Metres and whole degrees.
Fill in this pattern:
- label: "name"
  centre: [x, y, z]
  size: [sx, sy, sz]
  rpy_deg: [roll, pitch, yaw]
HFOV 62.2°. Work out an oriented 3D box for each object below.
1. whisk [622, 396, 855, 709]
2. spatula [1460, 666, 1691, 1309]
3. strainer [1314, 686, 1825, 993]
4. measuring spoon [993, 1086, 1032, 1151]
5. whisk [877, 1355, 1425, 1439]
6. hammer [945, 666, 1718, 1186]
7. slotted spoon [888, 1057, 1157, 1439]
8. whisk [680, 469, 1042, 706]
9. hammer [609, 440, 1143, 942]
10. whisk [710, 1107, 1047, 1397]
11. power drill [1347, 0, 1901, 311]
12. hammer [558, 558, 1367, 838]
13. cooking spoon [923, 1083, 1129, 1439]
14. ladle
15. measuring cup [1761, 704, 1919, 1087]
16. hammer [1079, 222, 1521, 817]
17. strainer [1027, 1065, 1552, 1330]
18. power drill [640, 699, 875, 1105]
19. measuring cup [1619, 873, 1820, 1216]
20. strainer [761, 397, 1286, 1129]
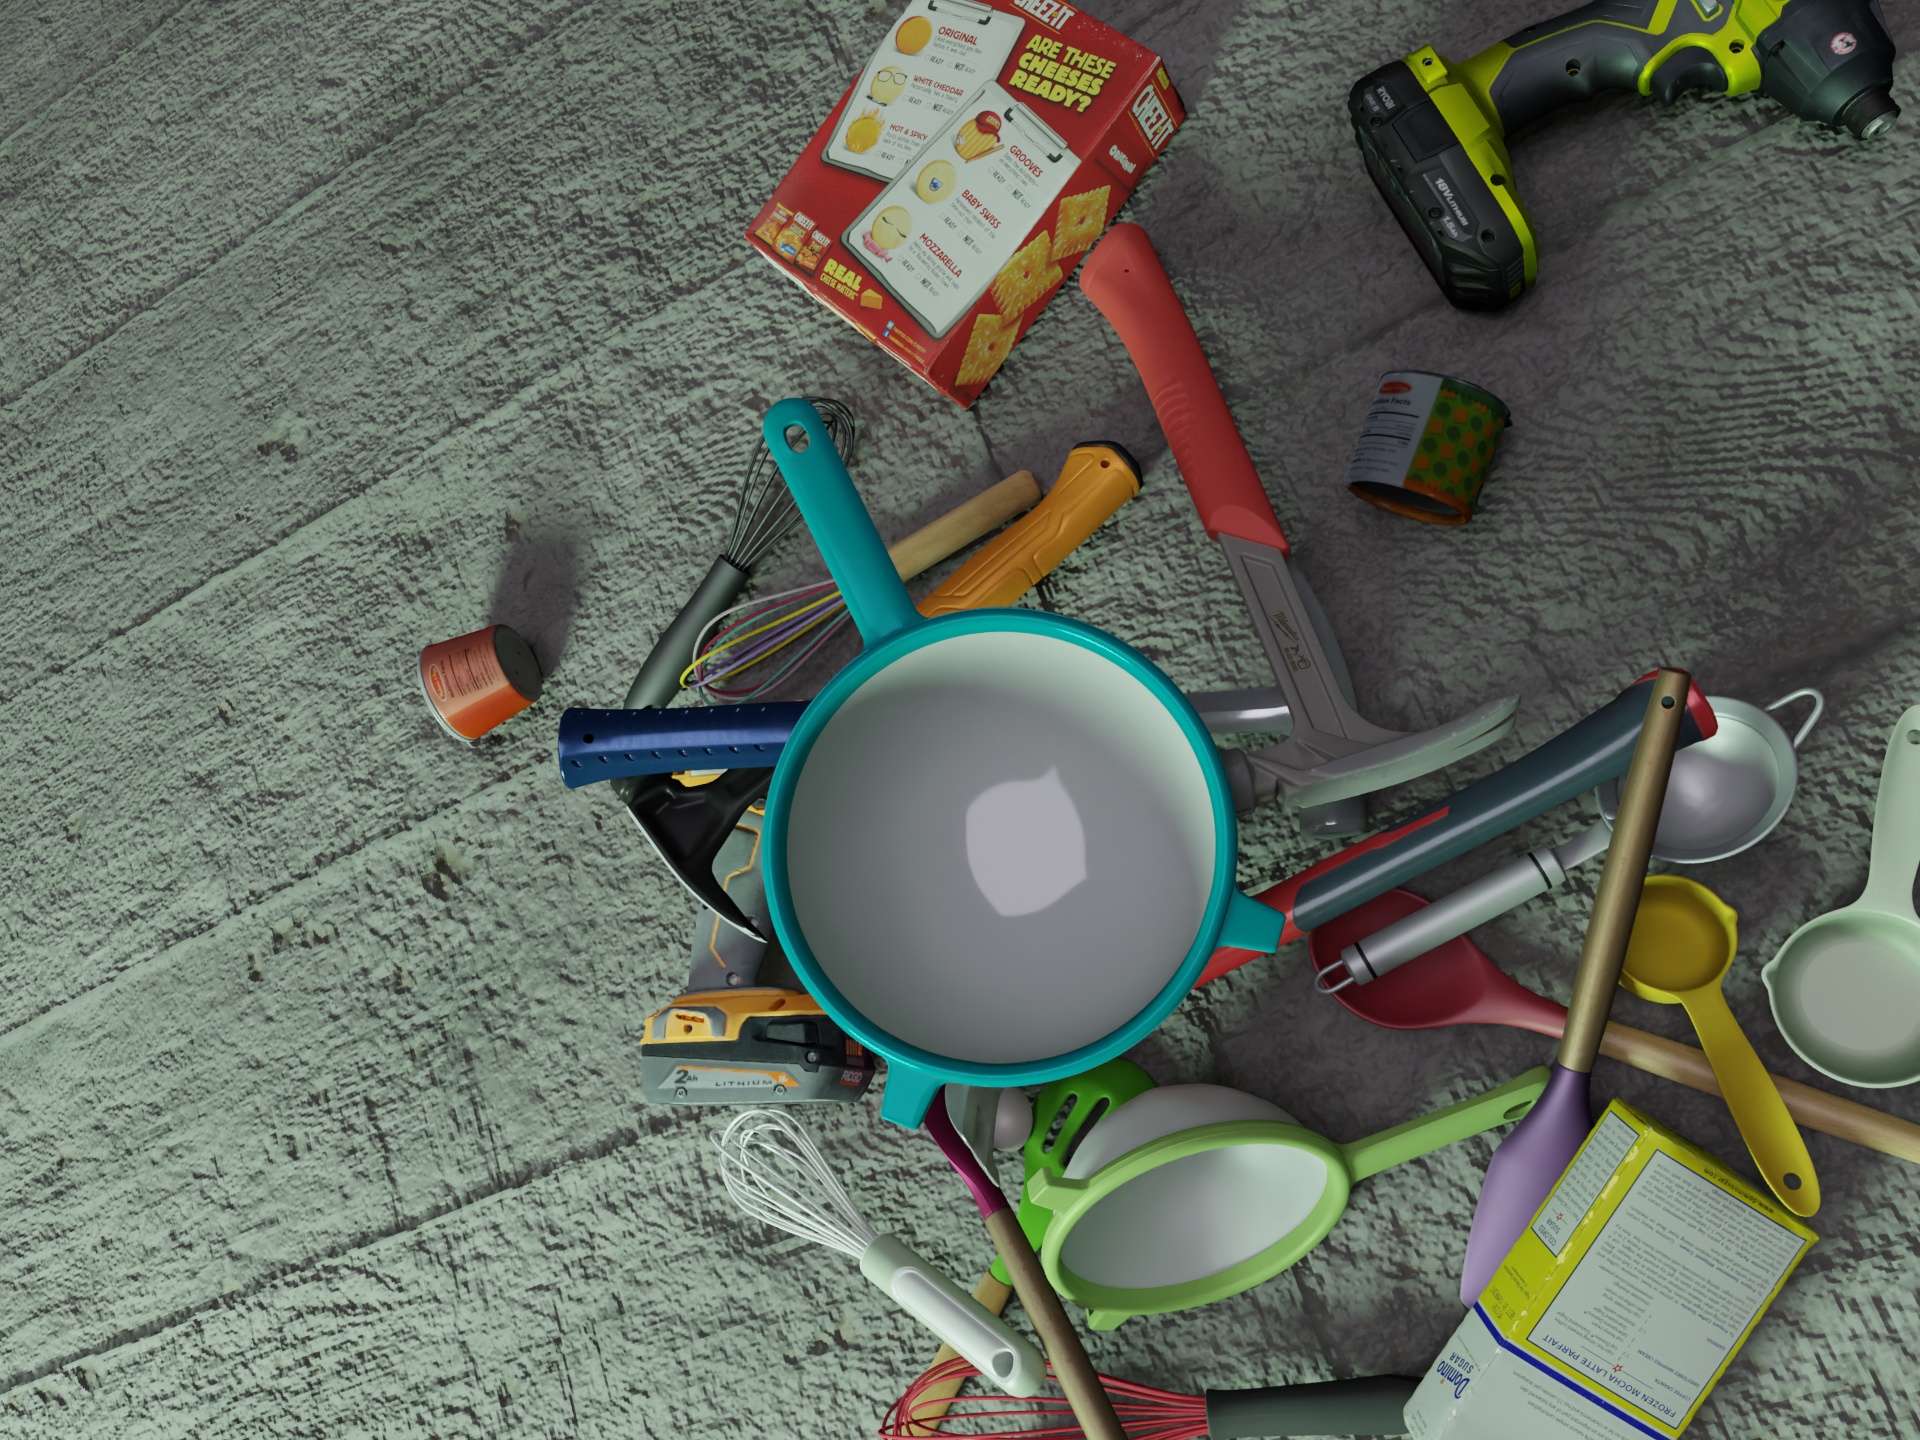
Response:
- label: "whisk"
  centre: [-0.140, -0.094, 0.968]
  size: [0.055, 0.055, 0.239]
  rpy_deg: [39, 101, 25]
- label: "spatula"
  centre: [0.282, 0.131, 0.709]
  size: [0.060, 0.018, 0.316]
  rpy_deg: [13, 103, 20]
- label: "strainer"
  centre: [0.280, 0.064, 0.739]
  size: [0.258, 0.050, 0.087]
  rpy_deg: [-30, 44, 10]
- label: "measuring spoon"
  centre: [0.010, 0.171, 0.856]
  size: [0.034, 0.018, 0.124]
  rpy_deg: [-38, 56, 38]
- label: "whisk"
  centre: [0.101, 0.337, 0.767]
  size: [0.296, 0.073, 0.073]
  rpy_deg: [-9, 77, 13]
- label: "hammer"
  centre: [0.164, 0.088, 0.734]
  size: [0.386, 0.143, 0.038]
  rpy_deg: [-30, 104, 13]
- label: "slotted spoon"
  centre: [0.011, 0.316, 0.836]
  size: [0.070, 0.031, 0.314]
  rpy_deg: [32, 96, 26]
- label: "whisk"
  centre: [-0.061, -0.077, 0.928]
  size: [0.245, 0.047, 0.051]
  rpy_deg: [-29, 48, 13]
- label: "hammer"
  centre: [-0.029, -0.030, 0.867]
  size: [0.337, 0.034, 0.127]
  rpy_deg: [-41, 66, -4]
- label: "whisk"
  centre: [-0.049, 0.273, 0.826]
  size: [0.246, 0.059, 0.058]
  rpy_deg: [24, 87, 40]
- label: "power drill"
  centre: [0.323, -0.309, 0.783]
  size: [0.223, 0.080, 0.171]
  rpy_deg: [-29, 70, 14]
- label: "hammer"
  centre: [-0.001, -0.003, 0.817]
  size: [0.405, 0.035, 0.144]
  rpy_deg: [-3, 78, 1]
- label: "cooking spoon"
  centre: [0.030, 0.265, 0.779]
  size: [0.017, 0.068, 0.319]
  rpy_deg: [-35, 53, 6]
- label: "ladle"
  centre: [0.314, 0.150, 0.730]
  size: [0.315, 0.031, 0.069]
  rpy_deg: [18, 72, 24]
- label: "measuring cup"
  centre: [0.405, 0.077, 0.697]
  size: [0.083, 0.038, 0.167]
  rpy_deg: [11, 83, 25]
- label: "hammer"
  centre: [0.144, -0.122, 0.811]
  size: [0.149, 0.036, 0.359]
  rpy_deg: [-17, 60, 2]
- label: "strainer"
  centre: [0.154, 0.199, 0.764]
  size: [0.256, 0.151, 0.069]
  rpy_deg: [-21, 43, 0]
- label: "power drill"
  centre: [-0.091, 0.099, 0.894]
  size: [0.185, 0.084, 0.226]
  rpy_deg: [-6, 74, 18]
- label: "measuring cup"
  centre: [0.334, 0.143, 0.704]
  size: [0.062, 0.029, 0.157]
  rpy_deg: [-18, 63, 4]
- label: "strainer"
  centre: [-0.007, 0.004, 0.753]
  size: [0.211, 0.095, 0.340]
  rpy_deg: [-27, 76, 3]
